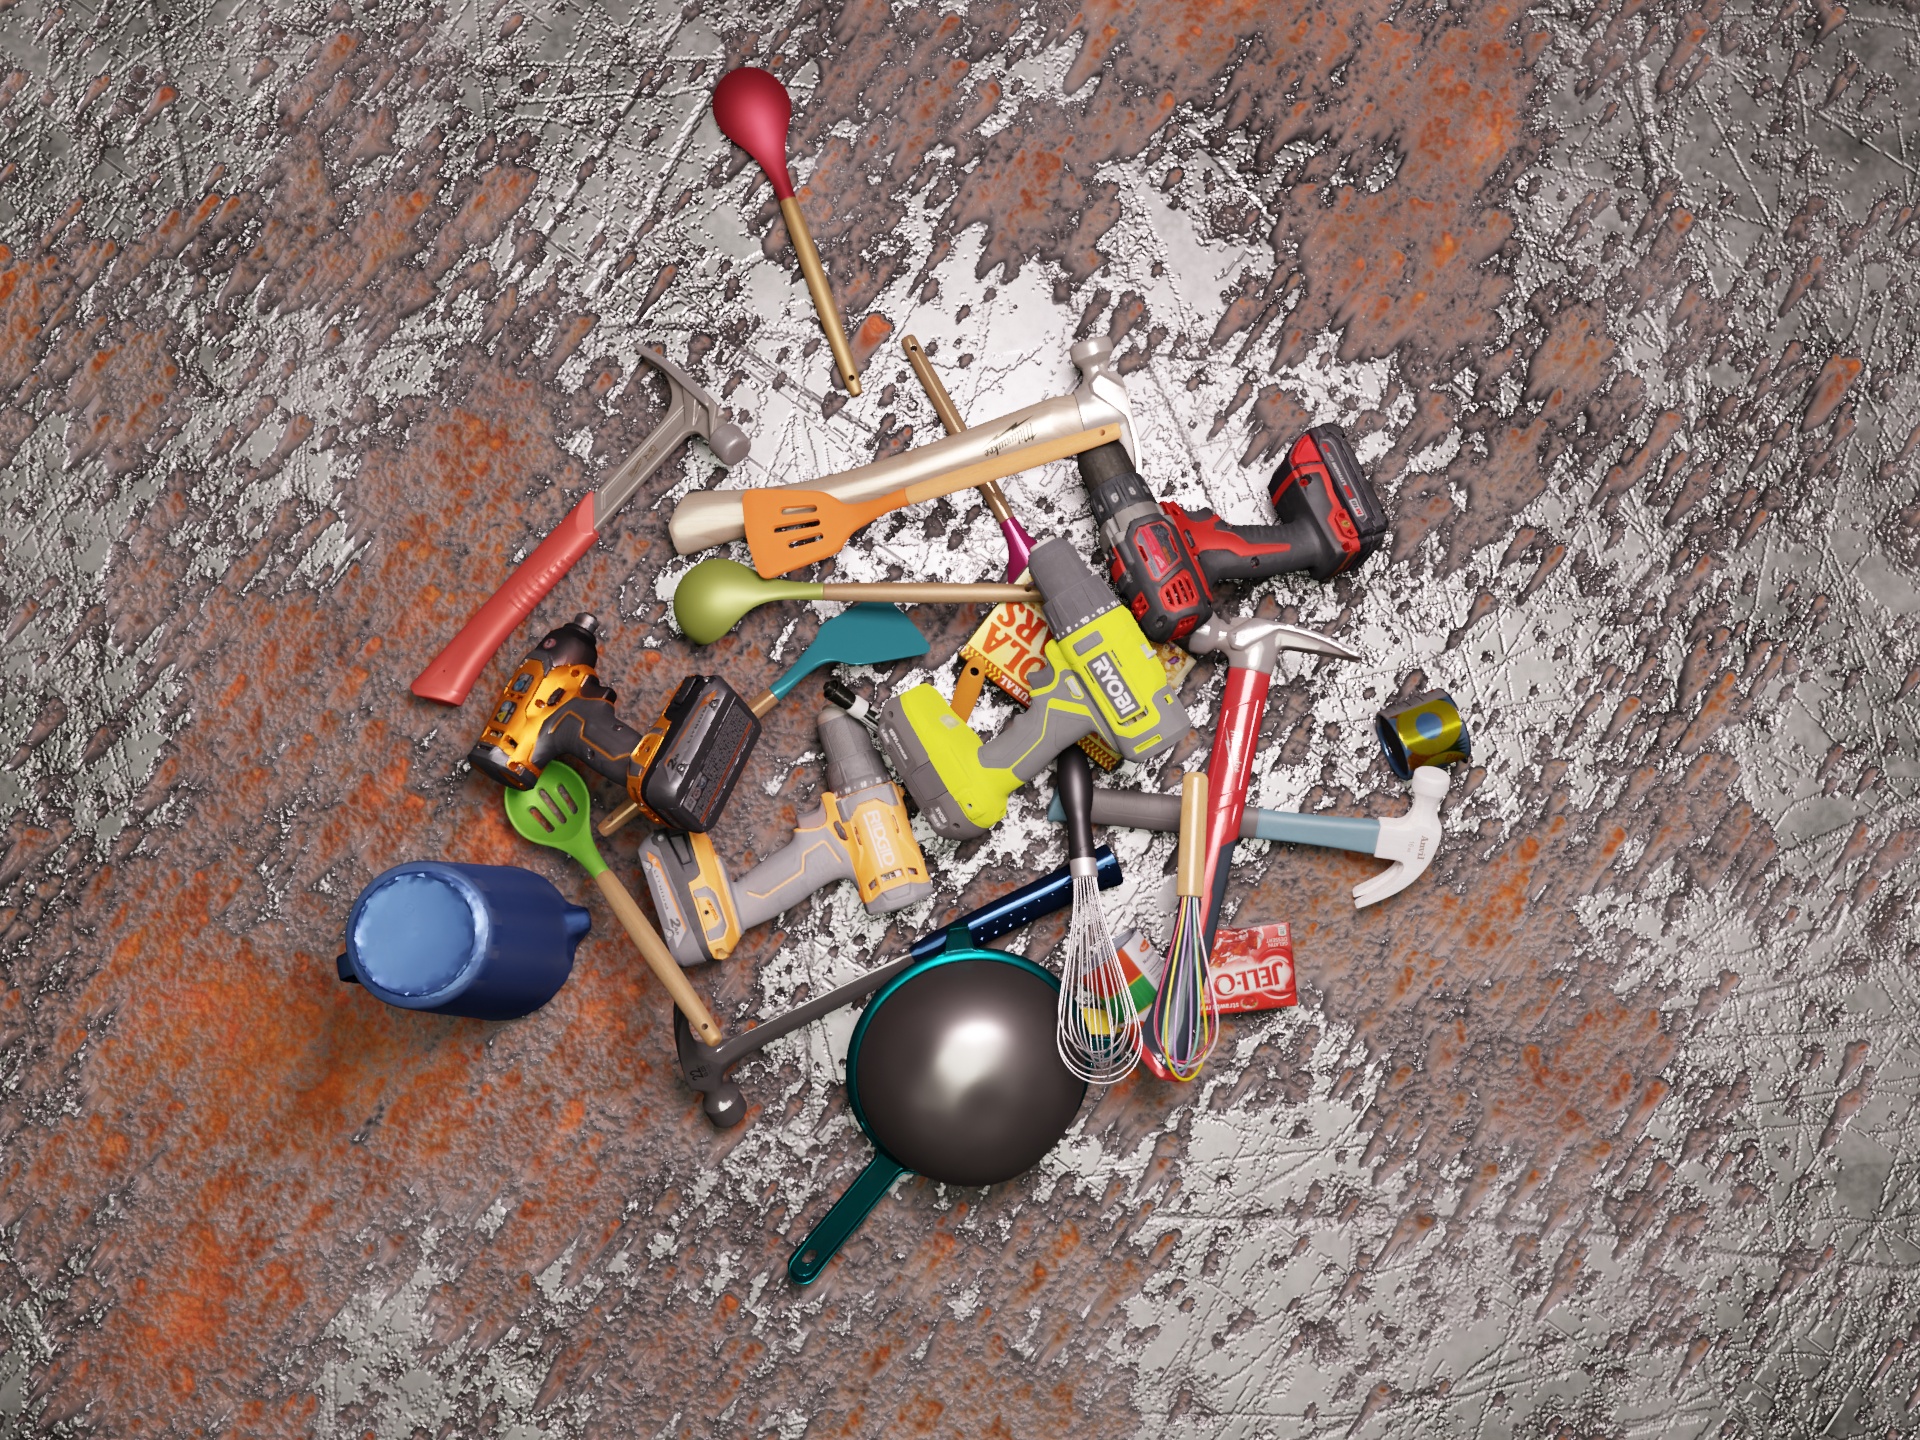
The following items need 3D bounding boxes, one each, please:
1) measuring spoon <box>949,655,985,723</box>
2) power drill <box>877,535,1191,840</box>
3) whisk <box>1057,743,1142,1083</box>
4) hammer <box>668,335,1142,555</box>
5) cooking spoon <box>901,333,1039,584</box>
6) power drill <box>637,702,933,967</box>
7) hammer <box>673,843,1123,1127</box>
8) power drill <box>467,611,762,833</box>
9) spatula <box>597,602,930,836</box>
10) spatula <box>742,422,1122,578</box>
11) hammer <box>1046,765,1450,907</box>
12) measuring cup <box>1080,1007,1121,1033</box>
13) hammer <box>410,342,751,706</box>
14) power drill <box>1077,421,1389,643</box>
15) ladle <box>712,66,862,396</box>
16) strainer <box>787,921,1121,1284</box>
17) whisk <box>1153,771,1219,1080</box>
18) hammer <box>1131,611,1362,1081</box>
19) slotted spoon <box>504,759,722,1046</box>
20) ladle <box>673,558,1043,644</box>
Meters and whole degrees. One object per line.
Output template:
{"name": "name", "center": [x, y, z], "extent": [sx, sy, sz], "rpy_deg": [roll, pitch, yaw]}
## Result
{"name": "measuring spoon", "center": [-0.002, -0.004, 1.364], "extent": [0.021, 0.011, 0.116], "rpy_deg": [23, 117, 4]}
{"name": "power drill", "center": [0.049, -0.021, 1.295], "extent": [0.228, 0.080, 0.190], "rpy_deg": [-31, 88, 23]}
{"name": "whisk", "center": [0.106, 0.154, 1.308], "extent": [0.070, 0.070, 0.285], "rpy_deg": [-4, 72, -1]}
{"name": "hammer", "center": [-0.048, -0.205, 1.375], "extent": [0.410, 0.038, 0.146], "rpy_deg": [-16, 91, 2]}
{"name": "cooking spoon", "center": [0.028, -0.198, 1.399], "extent": [0.069, 0.017, 0.319], "rpy_deg": [-29, 89, -3]}
{"name": "power drill", "center": [-0.155, 0.097, 1.352], "extent": [0.226, 0.084, 0.185], "rpy_deg": [-18, 85, -6]}
{"name": "hammer", "center": [-0.051, 0.204, 1.344], "extent": [0.405, 0.035, 0.143], "rpy_deg": [-25, 126, -7]}
{"name": "power drill", "center": [-0.283, -0.005, 1.317], "extent": [0.226, 0.084, 0.164], "rpy_deg": [13, 67, 27]}
{"name": "spatula", "center": [-0.174, 0.001, 1.350], "extent": [0.317, 0.044, 0.082], "rpy_deg": [-38, 57, -5]}
{"name": "spatula", "center": [-0.024, -0.195, 1.319], "extent": [0.322, 0.041, 0.081], "rpy_deg": [-16, 78, 14]}
{"name": "hammer", "center": [0.240, 0.085, 1.363], "extent": [0.331, 0.033, 0.128], "rpy_deg": [6, 113, 5]}
{"name": "measuring cup", "center": [0.068, 0.255, 1.377], "extent": [0.156, 0.029, 0.062], "rpy_deg": [7, 88, -12]}
{"name": "hammer", "center": [-0.347, -0.157, 1.372], "extent": [0.359, 0.036, 0.149], "rpy_deg": [-47, 68, 1]}
{"name": "power drill", "center": [0.217, -0.177, 1.321], "extent": [0.226, 0.080, 0.188], "rpy_deg": [-18, 73, -15]}
{"name": "ladle", "center": [-0.145, -0.435, 1.407], "extent": [0.069, 0.031, 0.315], "rpy_deg": [-20, 89, -2]}
{"name": "strainer", "center": [-0.027, 0.349, 1.309], "extent": [0.211, 0.095, 0.340], "rpy_deg": [39, 92, -14]}
{"name": "whisk", "center": [0.184, 0.163, 1.273], "extent": [0.047, 0.051, 0.245], "rpy_deg": [7, 79, -14]}
{"name": "hammer", "center": [0.223, 0.107, 1.311], "extent": [0.143, 0.038, 0.386], "rpy_deg": [12, 84, 9]}
{"name": "slotted spoon", "center": [-0.284, 0.149, 1.314], "extent": [0.070, 0.031, 0.314], "rpy_deg": [-37, 62, -9]}
{"name": "ladle", "center": [-0.088, -0.103, 1.354], "extent": [0.320, 0.062, 0.078], "rpy_deg": [1, 62, 4]}
